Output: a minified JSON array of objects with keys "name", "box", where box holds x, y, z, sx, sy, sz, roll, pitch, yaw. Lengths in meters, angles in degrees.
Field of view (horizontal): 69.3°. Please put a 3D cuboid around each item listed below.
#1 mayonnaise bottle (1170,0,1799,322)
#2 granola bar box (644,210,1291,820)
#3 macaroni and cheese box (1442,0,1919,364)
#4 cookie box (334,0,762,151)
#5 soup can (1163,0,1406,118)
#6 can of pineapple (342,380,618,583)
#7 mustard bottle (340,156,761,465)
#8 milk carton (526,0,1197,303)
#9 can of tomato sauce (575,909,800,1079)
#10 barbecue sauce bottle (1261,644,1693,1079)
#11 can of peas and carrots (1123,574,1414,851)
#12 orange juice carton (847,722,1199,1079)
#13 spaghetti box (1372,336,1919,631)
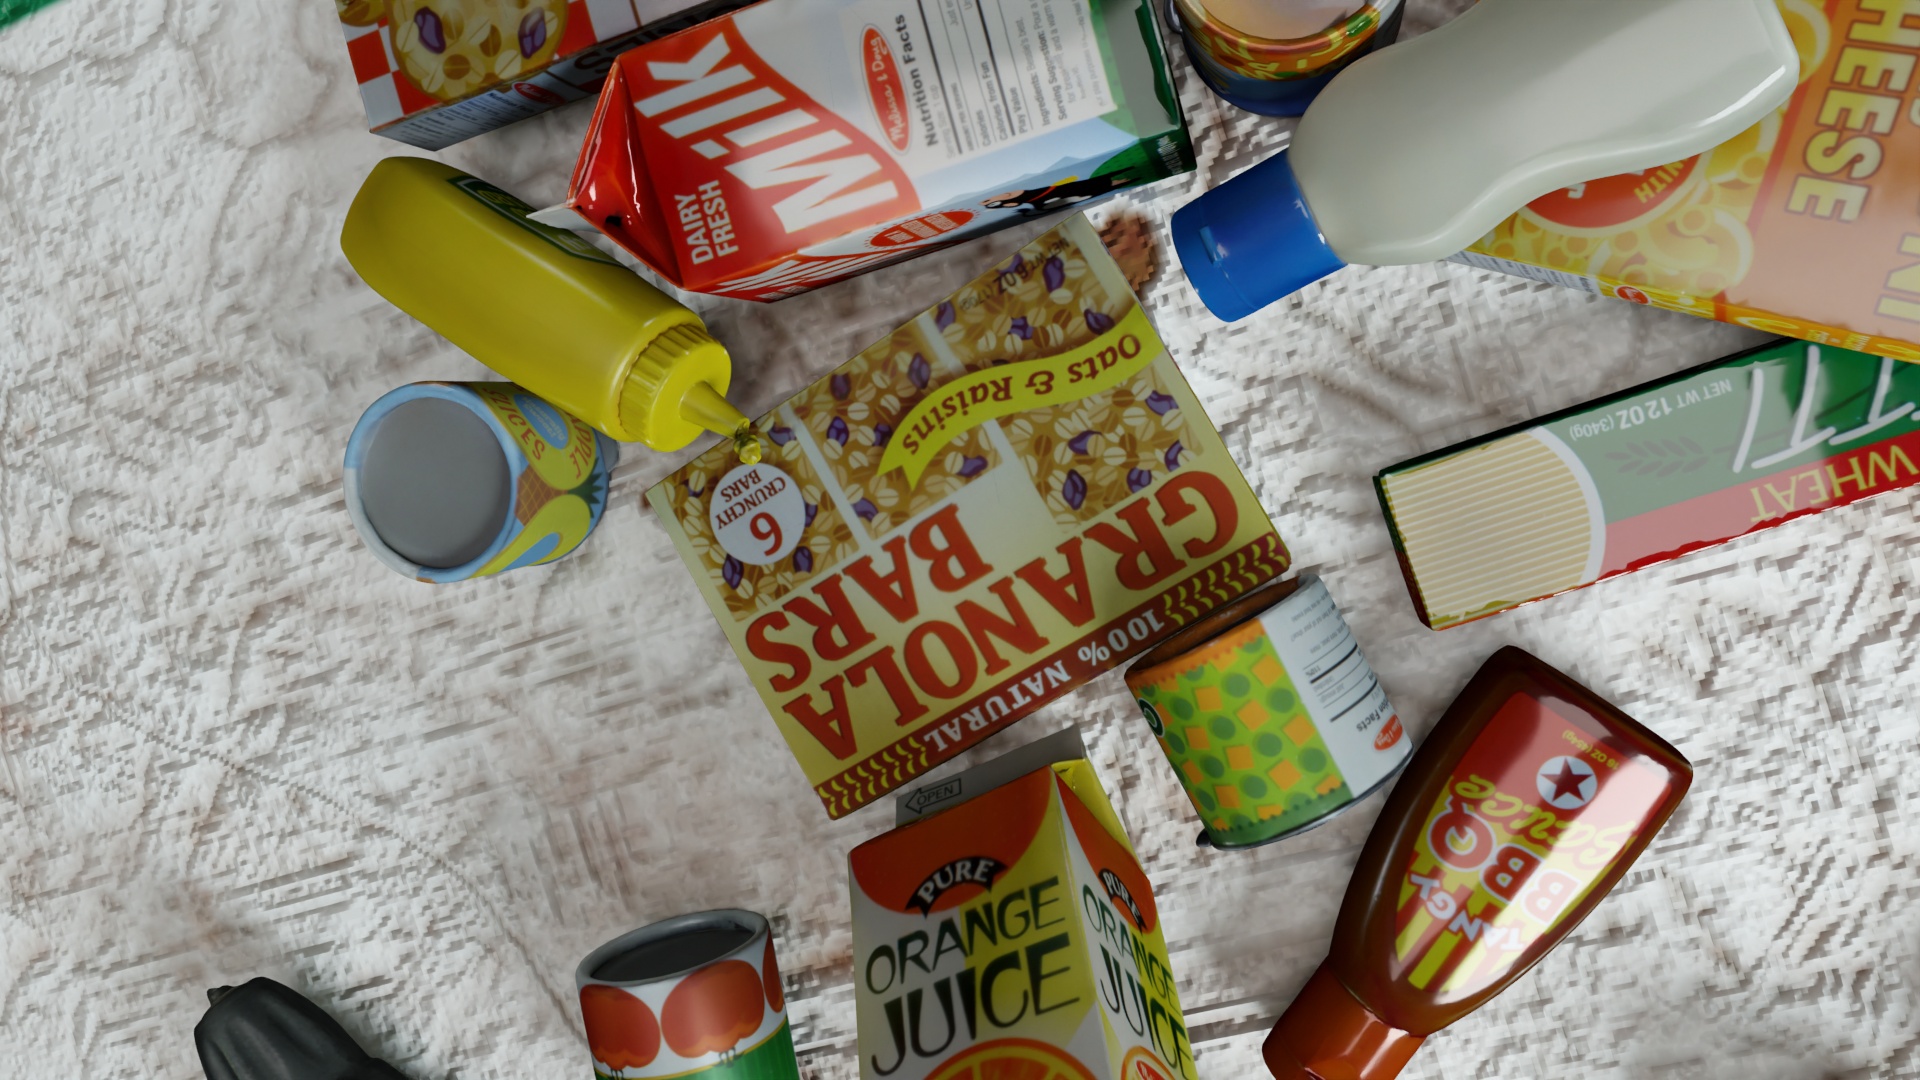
[{"name":"mayonnaise bottle","box":[0.127,-0.105,0.360,0.147,0.041,0.065,-25,82,29]},{"name":"granola bar box","box":[0.002,-0.006,0.440,0.165,0.039,0.124,-31,87,14]},{"name":"macaroni and cheese box","box":[0.217,-0.117,0.357,0.166,0.040,0.123,21,101,27]},{"name":"cookie box","box":[-0.115,-0.205,0.421,0.167,0.040,0.123,-14,92,13]},{"name":"soup can","box":[0.088,-0.157,0.382,0.071,0.084,0.071,1,96,14]},{"name":"can of pineapple","box":[-0.160,-0.022,0.467,0.071,0.058,0.071,1,96,13]},{"name":"mustard bottle","box":[-0.122,-0.069,0.442,0.160,0.065,0.048,32,100,17]},{"name":"milk carton","box":[-0.032,-0.122,0.420,0.190,0.072,0.073,-15,92,13]},{"name":"can of tomato sauce","box":[-0.089,0.175,0.463,0.071,0.071,0.083,-10,93,14]},{"name":"barbecue sauce bottle","box":[0.146,0.107,0.415,0.065,0.044,0.148,34,102,7]},{"name":"can of peas and carrots","box":[0.088,0.051,0.412,0.071,0.071,0.058,-29,88,14]},{"name":"orange juice carton","box":[0.019,0.136,0.393,0.071,0.194,0.072,-27,129,14]},{"name":"spaghetti box","box":[0.245,-0.036,0.385,0.250,0.029,0.050,-19,91,14]}]
